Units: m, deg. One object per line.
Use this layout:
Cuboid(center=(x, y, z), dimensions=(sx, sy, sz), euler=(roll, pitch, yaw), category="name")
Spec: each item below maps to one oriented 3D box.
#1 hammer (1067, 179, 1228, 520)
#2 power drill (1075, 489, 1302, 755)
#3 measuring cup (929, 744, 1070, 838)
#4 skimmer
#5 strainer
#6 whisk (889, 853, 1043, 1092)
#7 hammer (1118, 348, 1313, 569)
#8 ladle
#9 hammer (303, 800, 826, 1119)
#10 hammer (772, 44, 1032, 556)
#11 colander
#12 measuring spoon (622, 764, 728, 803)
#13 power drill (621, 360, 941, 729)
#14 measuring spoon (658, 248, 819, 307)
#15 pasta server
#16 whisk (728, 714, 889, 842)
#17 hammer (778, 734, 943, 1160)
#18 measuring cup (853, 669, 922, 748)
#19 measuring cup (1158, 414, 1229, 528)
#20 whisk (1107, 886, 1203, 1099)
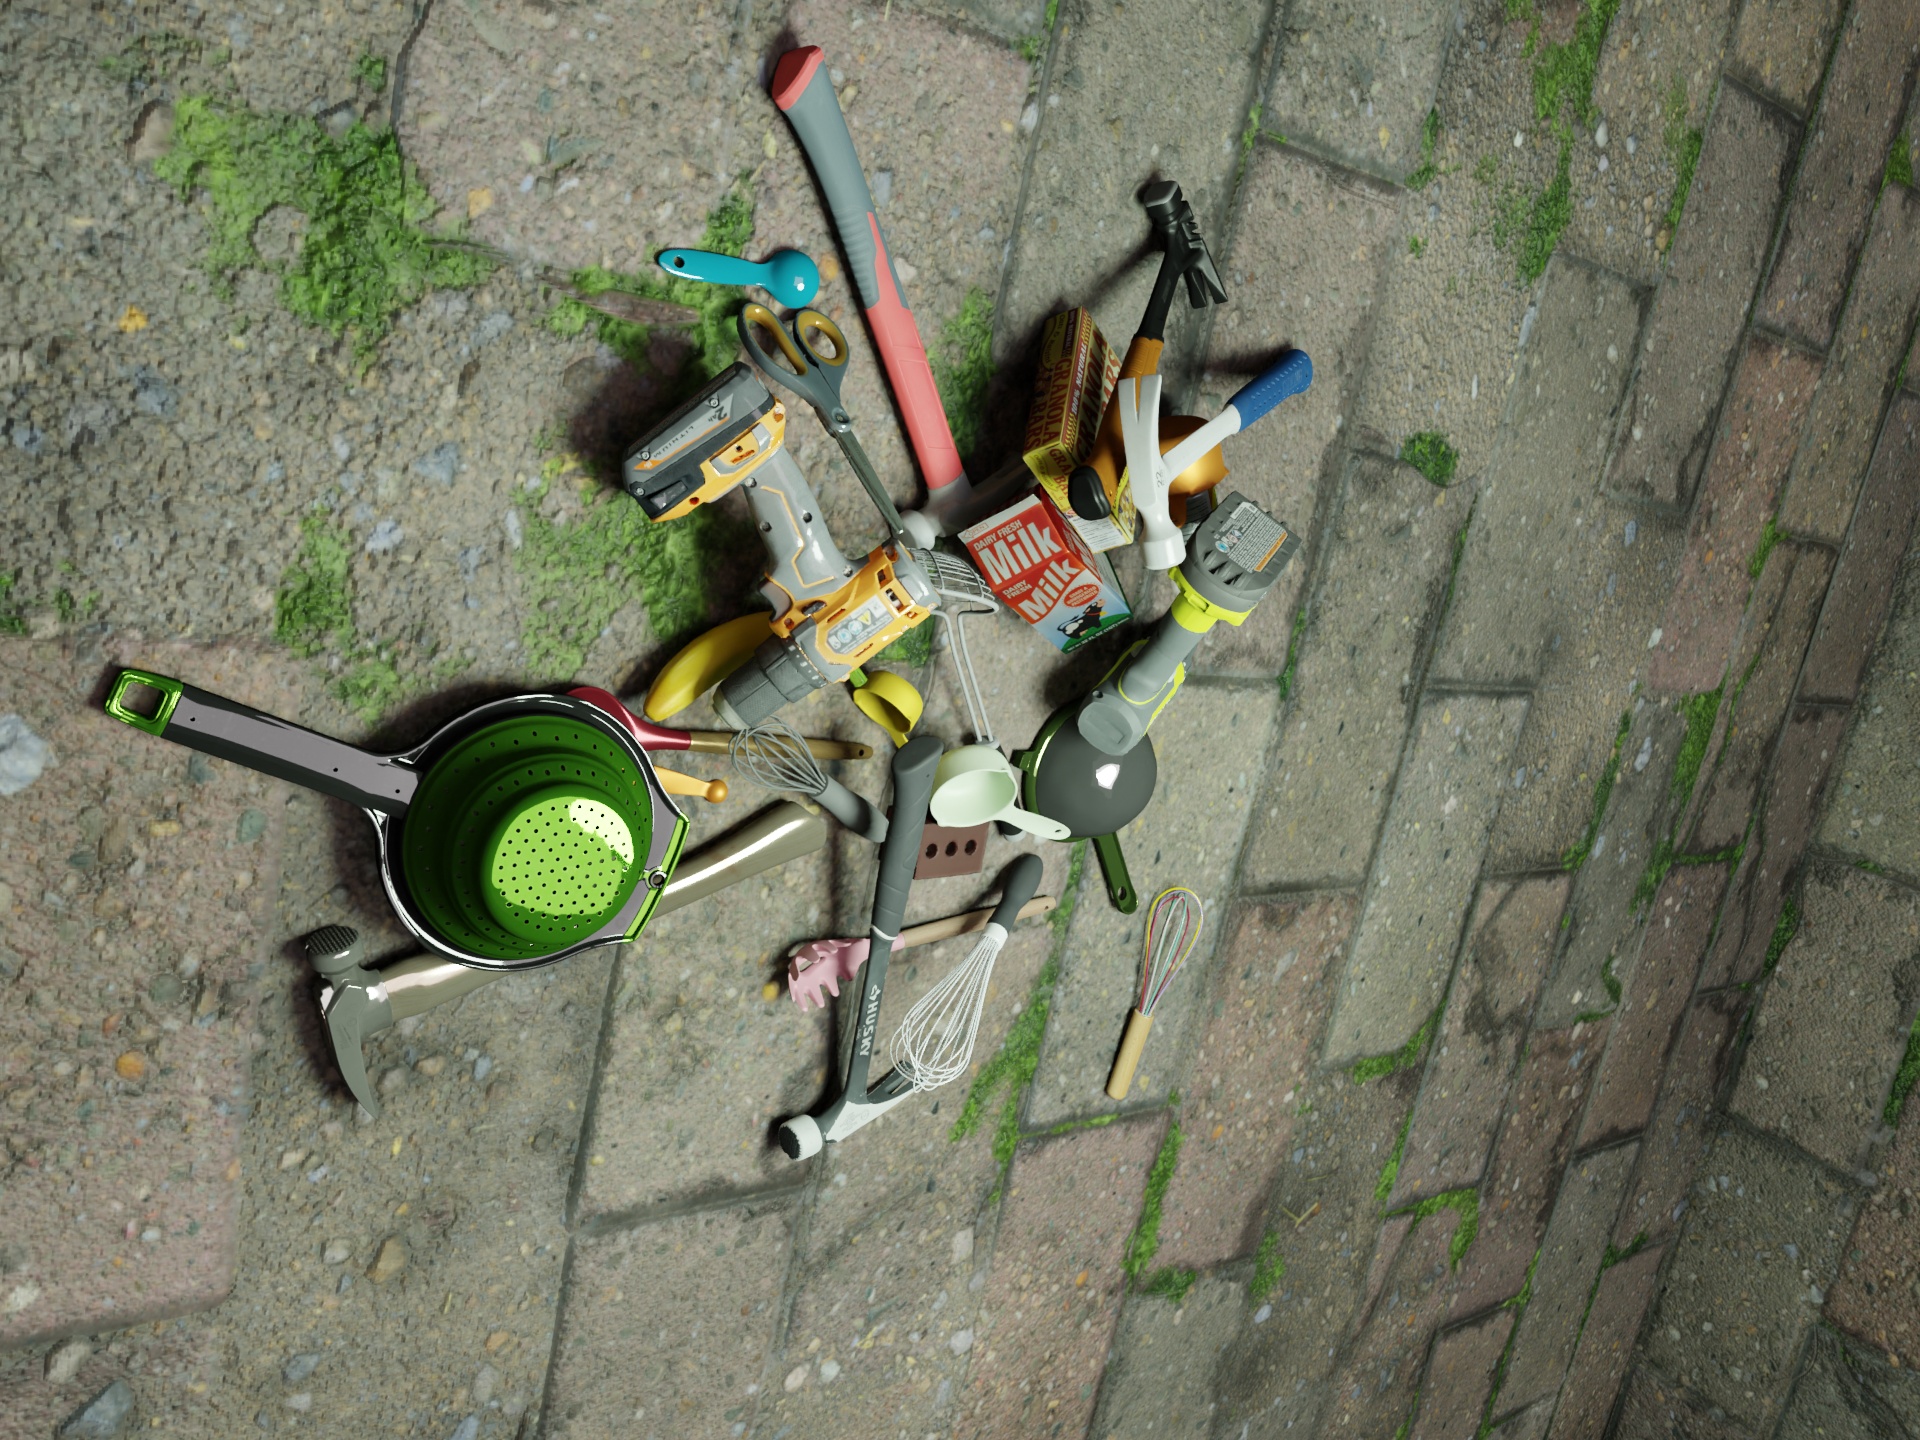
Cuboid(center=(0.150, -0.288, 1.297), dimensions=(0.127, 0.034, 0.337), euler=(54, 45, -41), category="hammer")
Cuboid(center=(0.203, -0.089, 1.410), dimensions=(0.190, 0.080, 0.228), euler=(-46, 172, -47), category="power drill")
Cuboid(center=(0.037, 0.067, 1.379), dimensions=(0.083, 0.038, 0.167), euler=(-40, 139, 25), category="measuring cup")
Cuboid(center=(-0.002, -0.004, 1.341), dimensions=(0.362, 0.127, 0.090), euler=(72, 32, -41), category="skimmer")
Cuboid(center=(0.150, 0.096, 1.525), dimensions=(0.151, 0.069, 0.256), euler=(-35, 125, -24), category="strainer")
Cuboid(center=(0.017, 0.214, 1.411), dimensions=(0.285, 0.070, 0.070), euler=(-57, 139, -44), category="whisk")
Cuboid(center=(0.227, -0.260, 1.355), dimensions=(0.405, 0.035, 0.144), euler=(-41, 123, -53), category="hammer")
Cuboid(center=(-0.191, 0.016, 1.236), dimensions=(0.315, 0.031, 0.069), euler=(5, 99, -43), category="ladle")
Cuboid(center=(-0.279, 0.160, 1.214), dimensions=(0.410, 0.038, 0.146), euler=(-20, 121, -33), category="hammer")
Cuboid(center=(-0.045, -0.321, 1.213), dimensions=(0.143, 0.038, 0.385), euler=(-38, 128, -24), category="hammer")
Cuboid(center=(-0.346, 0.059, 1.040), dimensions=(0.396, 0.095, 0.204), euler=(25, 88, -34), category="colander")
Cuboid(center=(-0.227, 0.048, 1.228), dimensions=(0.116, 0.011, 0.021), euler=(15, 97, -43), category="measuring spoon")
Cuboid(center=(-0.148, -0.115, 1.135), dimensions=(0.185, 0.084, 0.226), euler=(-37, 112, 5), category="power drill")
Cuboid(center=(-0.153, -0.320, 1.129), dimensions=(0.128, 0.021, 0.042), euler=(-3, 93, -37), category="measuring spoon")
Cuboid(center=(-0.029, 0.198, 1.439), dimensions=(0.316, 0.040, 0.060), euler=(-8, 124, -39), category="pasta server")
Cuboid(center=(-0.114, 0.055, 1.282), dimensions=(0.055, 0.055, 0.238), euler=(-57, 146, -6), category="whisk")
Cuboid(center=(-0.063, 0.194, 1.351), dimensions=(0.149, 0.036, 0.408), euler=(-16, 129, -41), category="hammer")
Cuboid(center=(-0.041, 0.010, 1.350), dimensions=(0.029, 0.062, 0.156), euler=(-57, 144, -21), category="measuring cup")
Cuboid(center=(0.182, -0.216, 1.372), dimensions=(0.174, 0.095, 0.052), euler=(-74, 155, -61), category="measuring cup")
Cuboid(center=(0.196, 0.285, 1.667), dimensions=(0.047, 0.051, 0.245), euler=(12, 105, -21), category="whisk")
